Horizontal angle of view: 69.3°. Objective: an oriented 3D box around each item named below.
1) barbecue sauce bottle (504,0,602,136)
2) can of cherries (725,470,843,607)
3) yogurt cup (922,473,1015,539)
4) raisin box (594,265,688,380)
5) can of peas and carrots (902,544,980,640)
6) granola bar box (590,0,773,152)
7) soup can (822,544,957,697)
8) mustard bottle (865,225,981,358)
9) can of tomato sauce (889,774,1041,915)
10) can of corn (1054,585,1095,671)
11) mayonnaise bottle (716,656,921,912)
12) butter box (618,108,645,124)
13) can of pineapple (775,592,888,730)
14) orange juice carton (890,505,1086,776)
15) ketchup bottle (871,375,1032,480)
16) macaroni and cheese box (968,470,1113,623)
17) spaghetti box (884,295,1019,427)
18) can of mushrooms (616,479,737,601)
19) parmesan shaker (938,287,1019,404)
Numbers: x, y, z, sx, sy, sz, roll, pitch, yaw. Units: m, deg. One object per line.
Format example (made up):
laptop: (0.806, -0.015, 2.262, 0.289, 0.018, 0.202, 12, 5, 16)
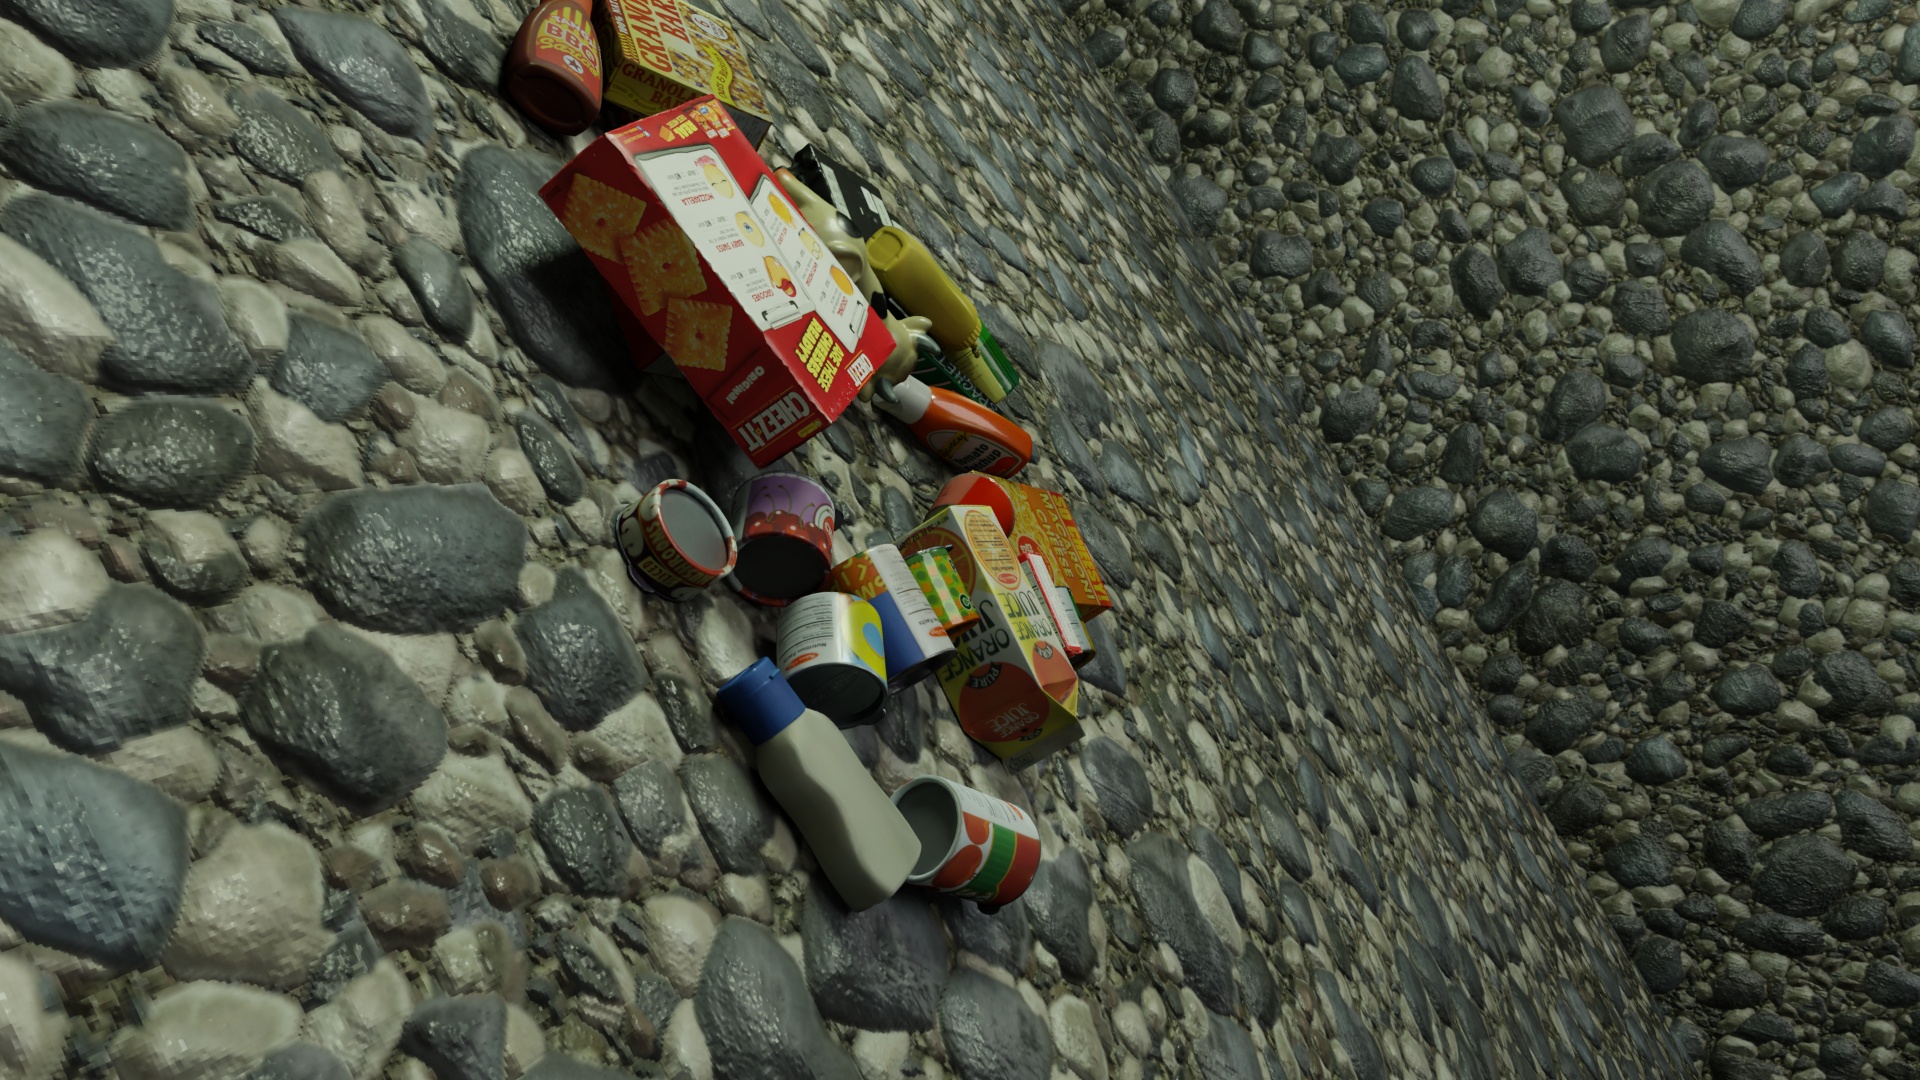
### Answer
barbecue sauce bottle: (-0.284, -0.349, 0.982, 0.065, 0.043, 0.149, 32, 34, -37)
can of cherries: (-0.109, 0.000, 0.865, 0.071, 0.071, 0.059, 43, 28, -32)
yogurt cup: (0.004, -0.014, 1.114, 0.072, 0.072, 0.054, 55, 31, -7)
raisin box: (-0.181, -0.151, 0.948, 0.123, 0.040, 0.086, 3, 58, -61)
can of peas and carrots: (-0.025, 0.044, 0.976, 0.071, 0.071, 0.059, -2, 64, -64)
granola bar box: (-0.222, -0.369, 1.065, 0.124, 0.039, 0.166, 15, 36, -36)
soup can: (-0.053, 0.055, 0.913, 0.084, 0.071, 0.071, 59, 23, 14)
mustard bottle: (-0.023, -0.206, 1.200, 0.065, 0.049, 0.160, 46, 4, 42)
can of tomato sauce: (-0.001, 0.188, 0.856, 0.083, 0.071, 0.071, 31, 35, -46)
can of corn: (0.069, 0.078, 1.127, 0.071, 0.071, 0.058, 16, 48, -57)
mayonnaise bottle: (-0.082, 0.136, 0.792, 0.148, 0.041, 0.065, 55, 24, -5)
butter box: (-0.209, -0.319, 1.077, 0.103, 0.024, 0.053, 27, 33, -19)
can of pineapple: (-0.078, 0.074, 0.842, 0.071, 0.071, 0.058, 39, 30, -38)
orange juice carton: (0.022, 0.073, 1.030, 0.073, 0.071, 0.193, -1, 61, -63)
ketchup bottle: (-0.010, -0.100, 1.197, 0.148, 0.064, 0.044, 29, 48, -34)
macaroni and cheese box: (0.061, 0.009, 1.223, 0.166, 0.040, 0.124, 10, 52, -59)
spaghetti box: (-0.034, -0.145, 1.214, 0.249, 0.050, 0.029, 41, 30, -35)
can of mushrooms: (-0.164, 0.001, 0.804, 0.071, 0.033, 0.071, 45, 26, -30)
parmesan shaker: (-0.001, -0.173, 1.293, 0.103, 0.071, 0.072, 54, 23, -18)
